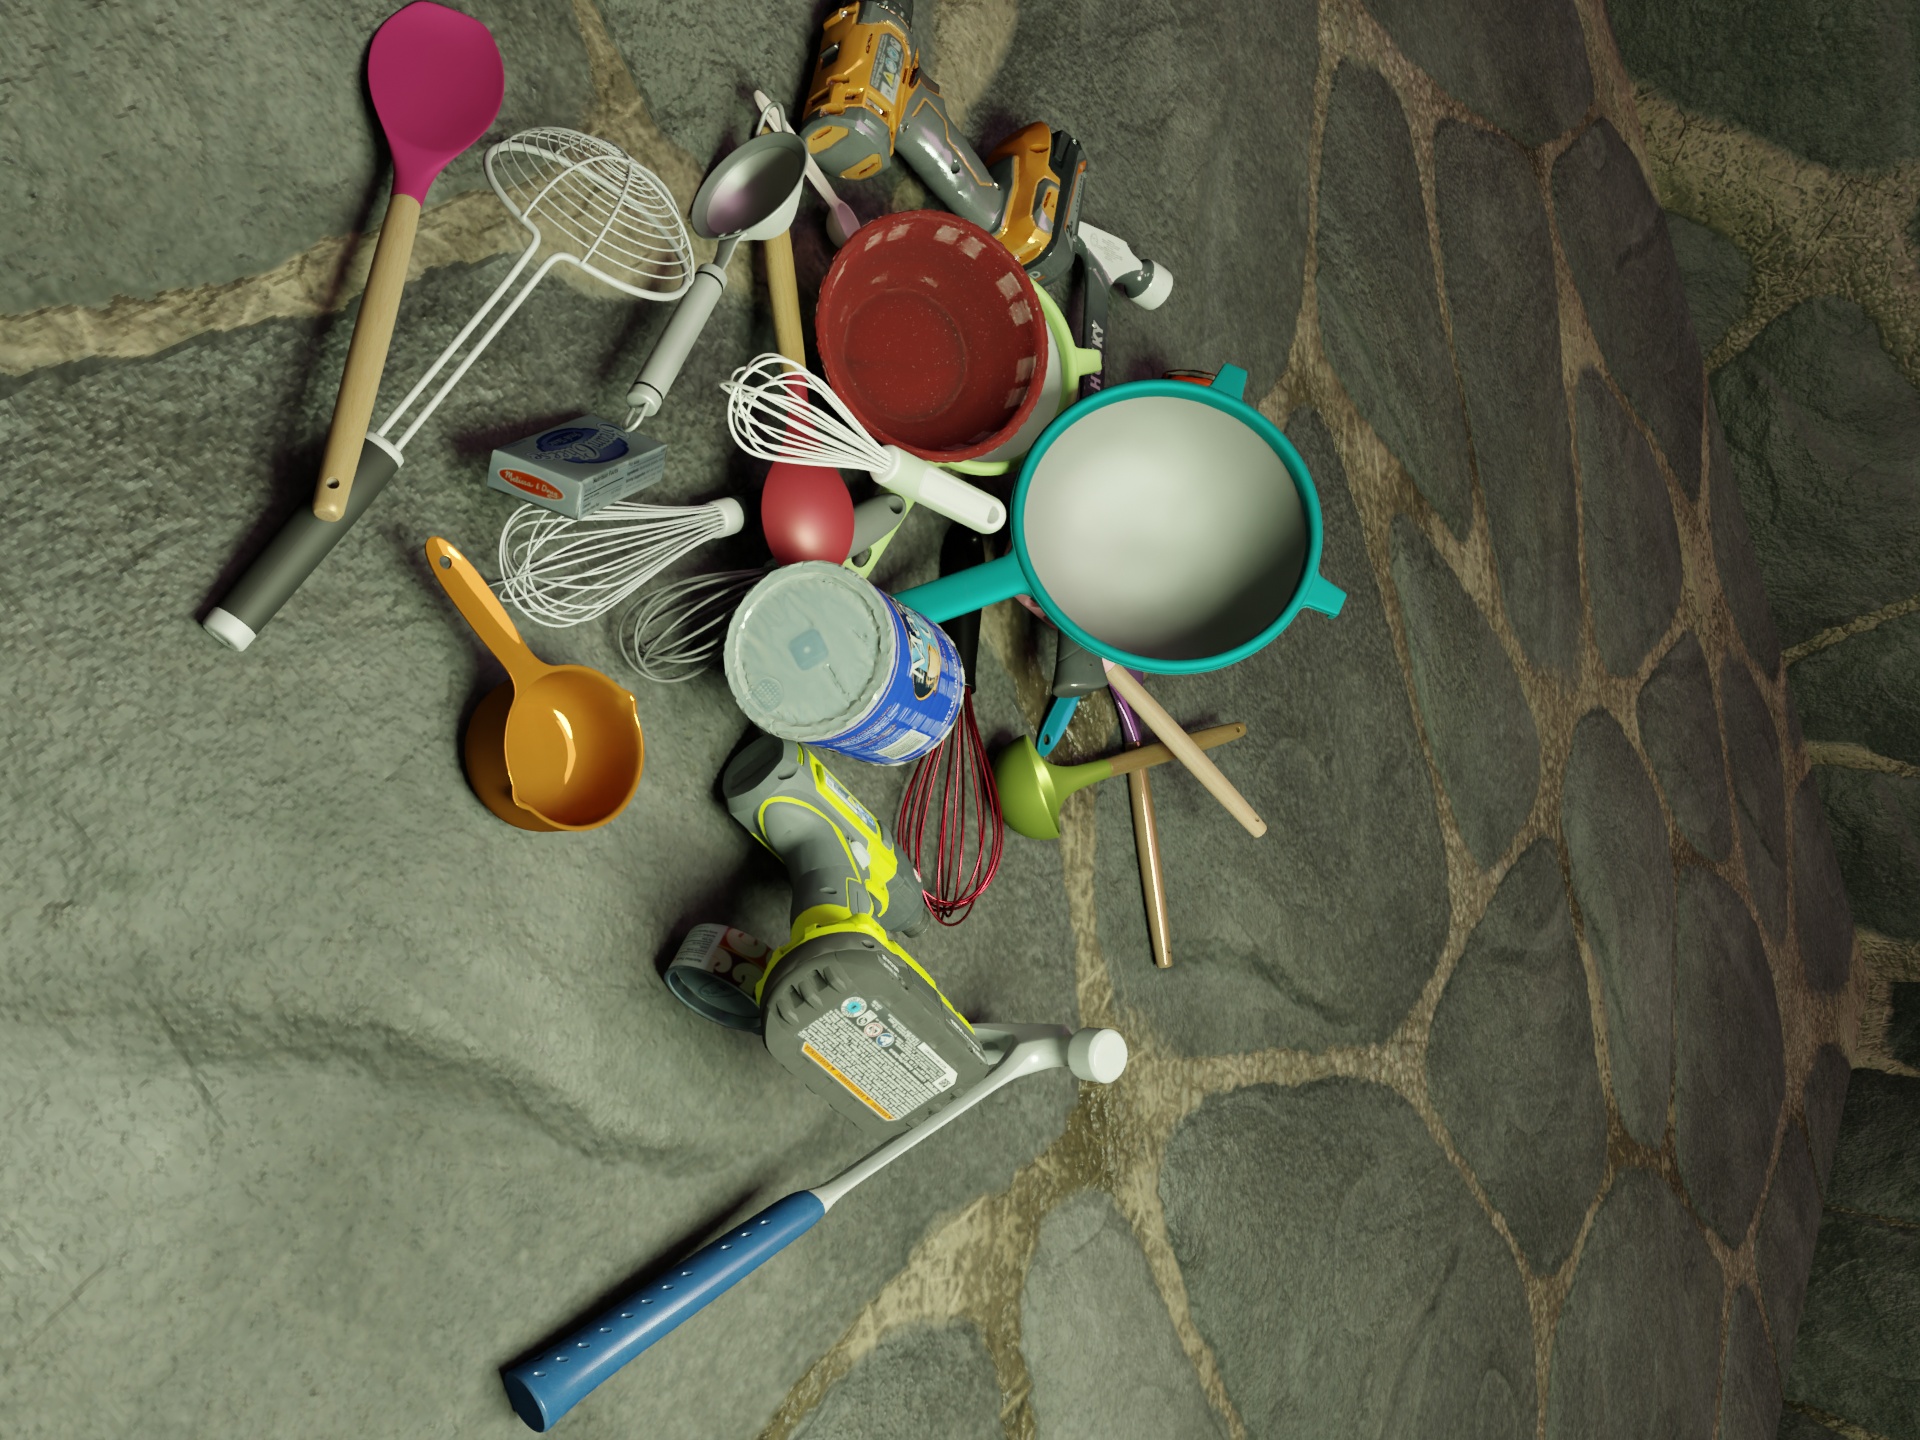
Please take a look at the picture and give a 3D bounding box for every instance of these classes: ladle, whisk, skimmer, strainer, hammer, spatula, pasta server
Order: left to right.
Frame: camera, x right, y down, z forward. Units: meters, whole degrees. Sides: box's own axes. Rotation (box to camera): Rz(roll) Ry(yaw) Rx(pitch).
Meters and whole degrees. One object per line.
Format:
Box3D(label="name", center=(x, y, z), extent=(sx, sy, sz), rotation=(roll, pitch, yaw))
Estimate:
Box3D(label="skimmer", center=(-0.266, -0.175, 0.831), extent=(0.127, 0.090, 0.363), rotation=(36, 67, -12))
Box3D(label="whisk", center=(-0.160, -0.113, 0.930), extent=(0.284, 0.070, 0.070), rotation=(-29, 106, -52))
Box3D(label="strainer", center=(-0.146, -0.266, 0.946), extent=(0.050, 0.087, 0.259), rotation=(52, 48, -44))
Box3D(label="whisk", center=(-0.113, -0.090, 0.973), extent=(0.239, 0.055, 0.055), rotation=(-37, 112, -40))
Box3D(label="ladle", center=(-0.106, -0.236, 0.991), extent=(0.069, 0.031, 0.316), rotation=(8, 66, -43))
Box3D(label="hammer", center=(-0.082, 0.278, 0.935), extent=(0.405, 0.144, 0.035), rotation=(-25, 102, -39))
Box3D(label="whisk", center=(-0.050, -0.157, 0.957), extent=(0.246, 0.059, 0.058), rotation=(18, 92, -49))
Box3D(label="strainer", center=(-0.024, -0.198, 1.100), extent=(0.151, 0.069, 0.256), rotation=(35, 77, -19))
Box3D(label="whisk", center=(-0.002, -0.004, 1.098), extent=(0.073, 0.073, 0.296), rotation=(25, 60, -45))
Box3D(label="strainer", center=(0.077, -0.101, 1.097), extent=(0.340, 0.095, 0.211), rotation=(-19, 77, -7))
Box3D(label="hammer", center=(0.095, -0.206, 1.205), extent=(0.149, 0.036, 0.409), rotation=(21, 62, -34))
Box3D(label="ladle", center=(0.137, 0.029, 1.232), extent=(0.320, 0.062, 0.078), rotation=(-13, 83, -45))
Box3D(label="pasta server", center=(0.137, -0.024, 1.217), extent=(0.316, 0.040, 0.060), rotation=(46, 50, -14))
Box3D(label="spatula", center=(0.145, 0.042, 1.286), extent=(0.059, 0.018, 0.316), rotation=(-6, 89, -50))

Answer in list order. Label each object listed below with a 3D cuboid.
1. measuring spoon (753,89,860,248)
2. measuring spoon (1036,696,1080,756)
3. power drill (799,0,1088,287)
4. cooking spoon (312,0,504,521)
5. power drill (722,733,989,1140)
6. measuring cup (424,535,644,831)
Box3D(label="measuring spoon", center=(-0.104, -0.361, 1.053), extent=(0.124, 0.018, 0.034), rotation=(51, 30, -36))
Box3D(label="measuring spoon", center=(0.081, -0.027, 1.230), extent=(0.042, 0.021, 0.129), rotation=(44, 63, -36))
Box3D(label="power drill", center=(-0.009, -0.431, 1.136), extent=(0.226, 0.084, 0.185), rotation=(27, 63, -39))
Box3D(label="cooking spoon", center=(-0.285, -0.240, 0.799), extent=(0.068, 0.017, 0.319), rotation=(14, 64, -22))
Box3D(label="power drill", center=(-0.059, 0.123, 0.921), extent=(0.171, 0.080, 0.223), rotation=(48, 12, -31))
Box3D(label="measuring cup", center=(-0.238, -0.018, 0.830), extent=(0.095, 0.052, 0.173), rotation=(-50, 119, -40))
